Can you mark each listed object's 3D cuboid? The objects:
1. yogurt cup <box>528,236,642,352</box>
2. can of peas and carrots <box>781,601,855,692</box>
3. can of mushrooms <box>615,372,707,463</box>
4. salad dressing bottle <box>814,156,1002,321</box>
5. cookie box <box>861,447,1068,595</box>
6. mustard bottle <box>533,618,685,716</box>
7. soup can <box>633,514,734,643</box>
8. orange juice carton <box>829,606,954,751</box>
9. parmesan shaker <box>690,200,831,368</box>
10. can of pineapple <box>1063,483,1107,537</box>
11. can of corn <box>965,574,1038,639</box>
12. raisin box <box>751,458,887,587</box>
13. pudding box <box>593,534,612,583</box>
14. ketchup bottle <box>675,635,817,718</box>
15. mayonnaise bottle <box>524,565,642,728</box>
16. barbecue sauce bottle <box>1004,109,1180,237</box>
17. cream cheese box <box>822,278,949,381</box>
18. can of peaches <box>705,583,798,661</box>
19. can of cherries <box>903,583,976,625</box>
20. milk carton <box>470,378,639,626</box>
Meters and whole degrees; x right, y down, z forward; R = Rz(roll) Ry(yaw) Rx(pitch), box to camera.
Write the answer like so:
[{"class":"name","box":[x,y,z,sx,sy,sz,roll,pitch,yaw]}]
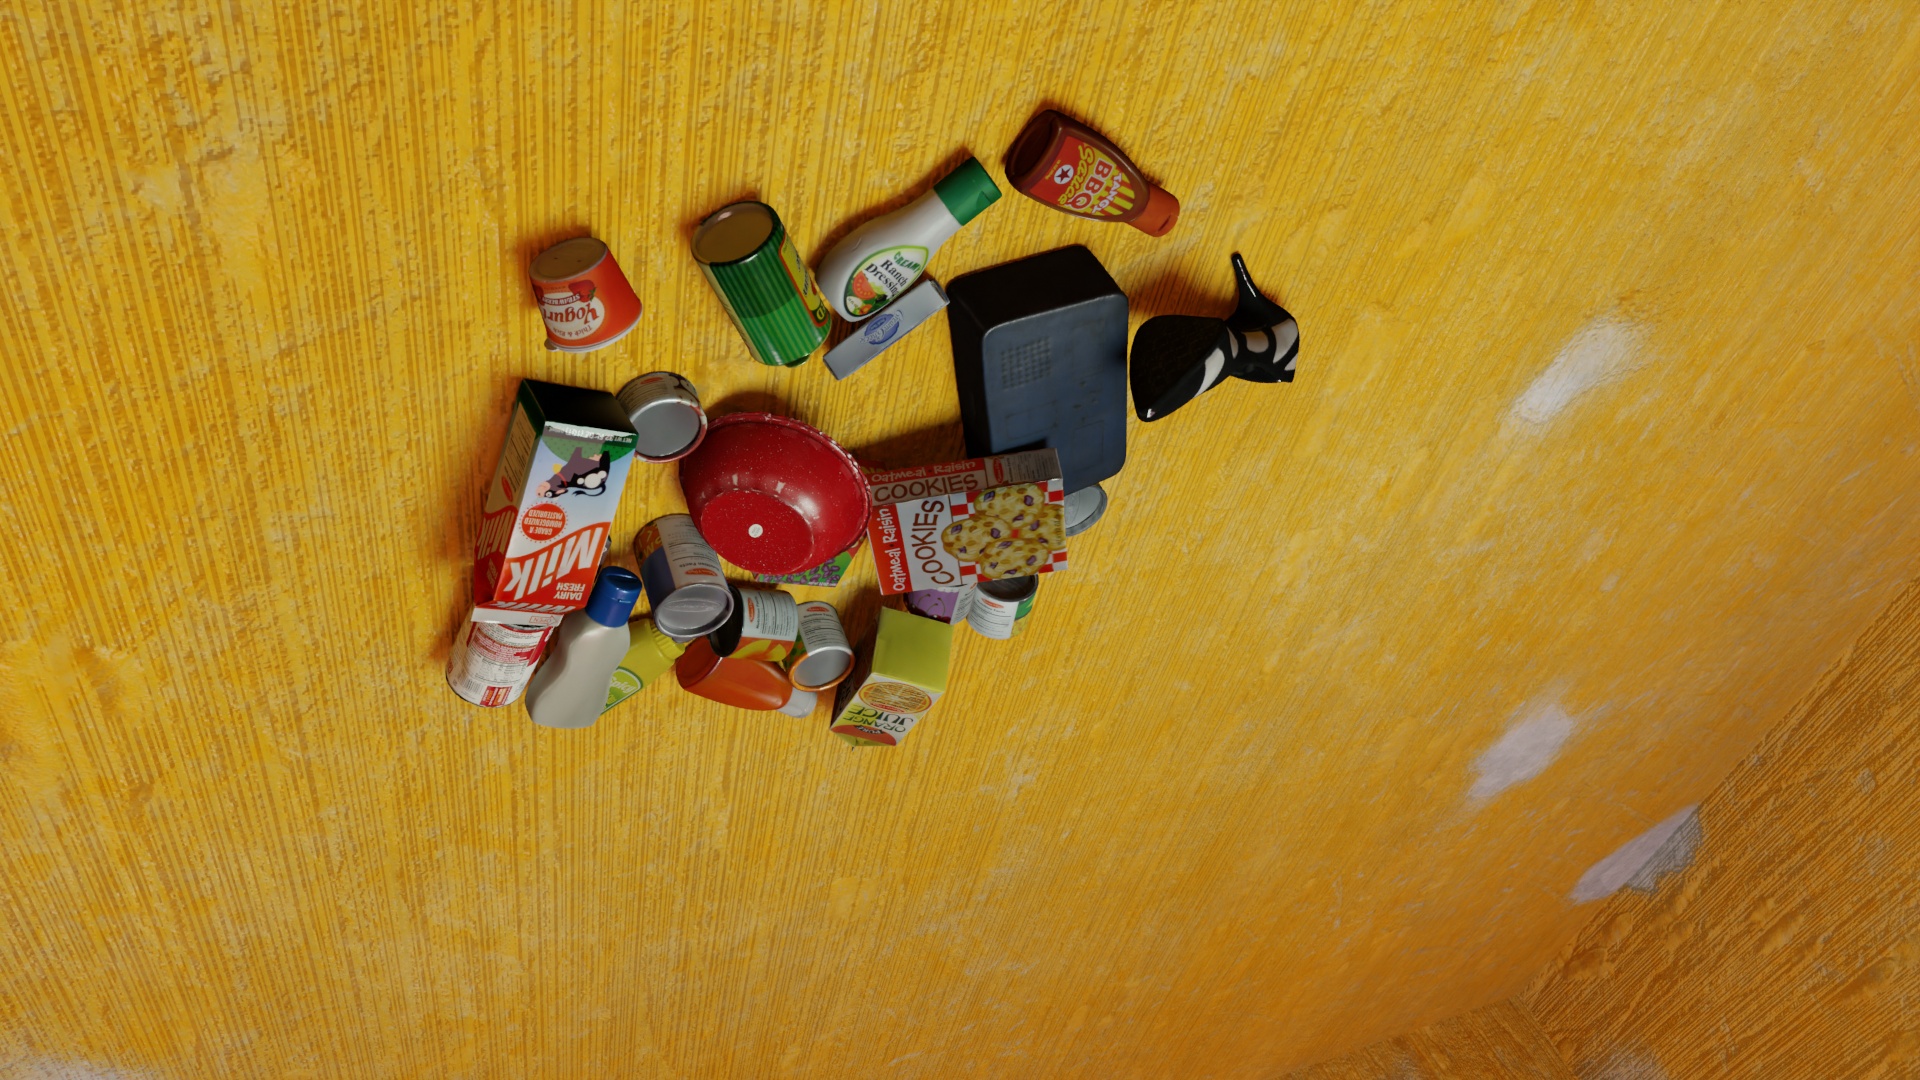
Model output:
[{"class":"yogurt cup","box":[-0.256,-0.168,0.939,0.072,0.073,0.053,-22,133,-8]},{"class":"can of peas and carrots","box":[-0.139,0.103,1.312,0.071,0.059,0.070,-16,140,-14]},{"class":"can of mushrooms","box":[-0.228,-0.092,1.064,0.071,0.033,0.070,-17,140,-15]},{"class":"salad dressing bottle","box":[-0.038,-0.223,1.021,0.147,0.044,0.064,-37,147,11]},{"class":"cookie box","box":[0.004,-0.015,1.185,0.167,0.040,0.122,-8,140,0]},{"class":"mustard bottle","box":[-0.297,0.106,1.230,0.160,0.049,0.065,-30,139,3]},{"class":"soup can","box":[-0.232,0.031,1.157,0.071,0.084,0.071,-16,140,-14]},{"class":"orange juice carton","box":[-0.074,0.142,1.343,0.073,0.072,0.191,16,148,-13]},{"class":"parmesan shaker","box":[-0.139,-0.180,0.986,0.071,0.071,0.102,-27,141,-1]},{"class":"can of pineapple","box":[0.093,-0.046,1.284,0.071,0.058,0.070,-16,140,-14]},{"class":"can of corn","box":[0.041,0.053,1.359,0.071,0.071,0.058,-11,139,-20]},{"class":"raisin box","box":[-0.123,-0.017,1.204,0.086,0.040,0.122,7,131,-36]},{"class":"pudding box","box":[-0.330,0.007,1.116,0.084,0.030,0.049,5,130,-34]},{"class":"ketchup bottle","box":[-0.198,0.135,1.325,0.064,0.044,0.148,-40,140,16]},{"class":"mayonnaise bottle","box":[-0.308,0.090,1.155,0.065,0.041,0.147,11,118,-40]},{"class":"barbecue sauce bottle","box":[0.106,-0.271,1.053,0.148,0.044,0.064,14,125,-40]},{"class":"cream cheese box","box":[-0.057,-0.163,1.070,0.103,0.053,0.024,-35,97,9]},{"class":"can of peaches","box":[-0.187,0.075,1.249,0.058,0.071,0.071,8,129,-37]},{"class":"can of cherries","box":[-0.020,0.037,1.307,0.072,0.072,0.058,-9,139,-22]},{"class":"milk carton","box":[-0.308,-0.017,1.036,0.072,0.074,0.189,8,116,-36]}]
